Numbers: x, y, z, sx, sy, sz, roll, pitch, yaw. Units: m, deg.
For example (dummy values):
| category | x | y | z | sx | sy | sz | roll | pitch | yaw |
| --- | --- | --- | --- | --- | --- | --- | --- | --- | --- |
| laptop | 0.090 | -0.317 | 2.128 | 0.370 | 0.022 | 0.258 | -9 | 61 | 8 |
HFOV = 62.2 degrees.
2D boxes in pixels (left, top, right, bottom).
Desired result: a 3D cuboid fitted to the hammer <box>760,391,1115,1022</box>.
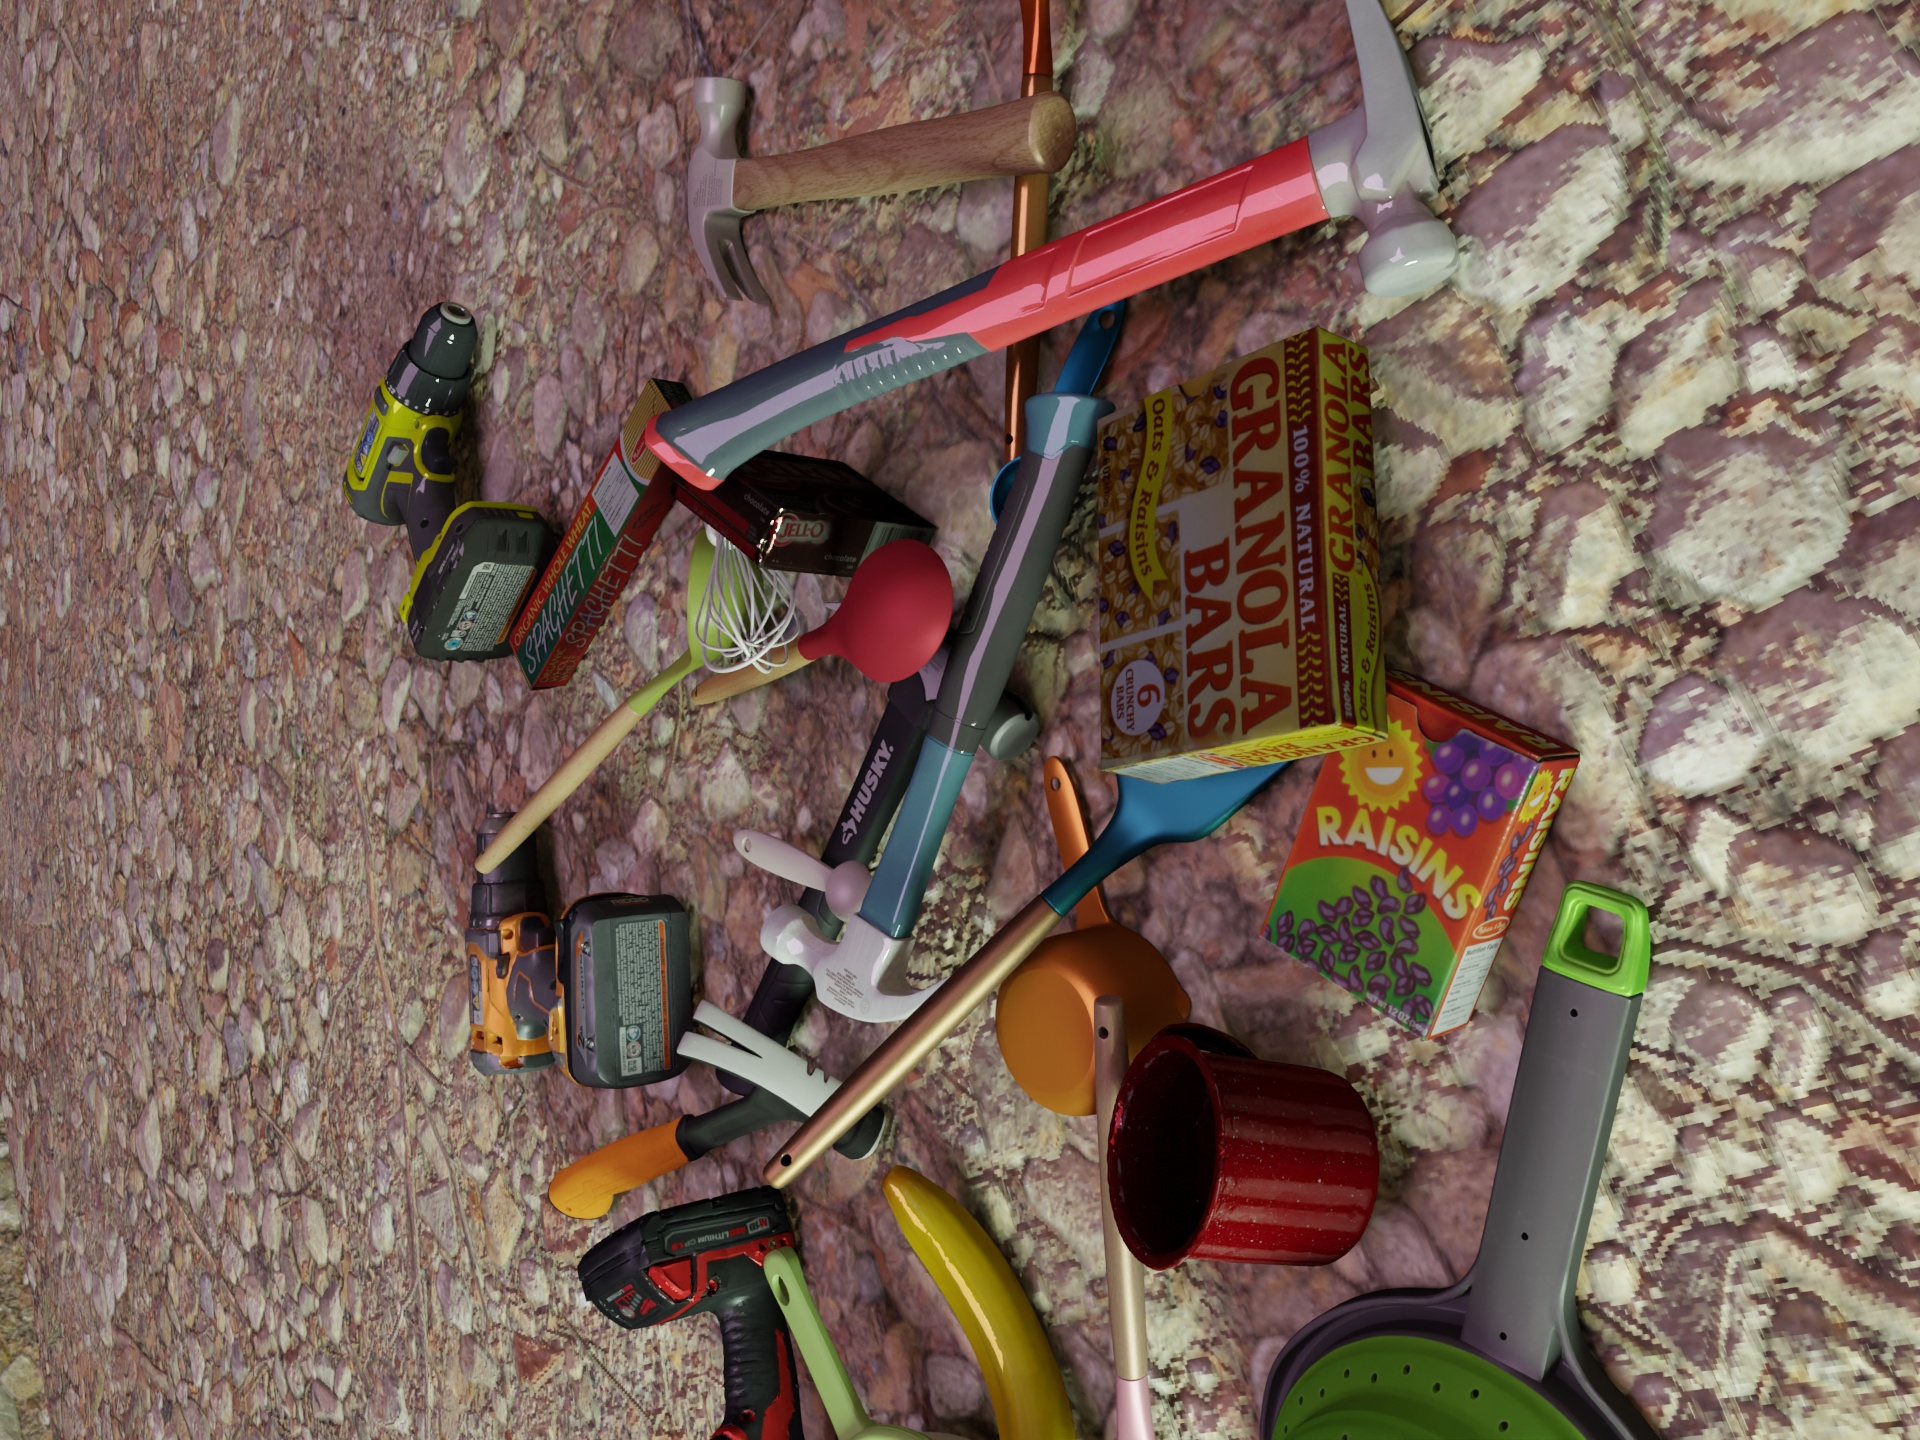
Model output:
| category | x | y | z | sx | sy | sz | roll | pitch | yaw |
| --- | --- | --- | --- | --- | --- | --- | --- | --- | --- |
| hammer | -0.001 | -0.002 | 0.775 | 0.128 | 0.033 | 0.331 | 29 | 106 | 35 |

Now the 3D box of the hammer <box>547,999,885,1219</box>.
| category | x | y | z | sx | sy | sz | roll | pitch | yaw |
| --- | --- | --- | --- | --- | --- | --- | --- | --- | --- |
| hammer | -0.185 | 0.261 | 0.988 | 0.337 | 0.127 | 0.034 | -35 | 26 | 46 |

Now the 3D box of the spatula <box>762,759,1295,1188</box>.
| category | x | y | z | sx | sy | sz | roll | pitch | yaw |
| --- | --- | --- | --- | --- | --- | --- | --- | --- | --- |
| spatula | 0.019 | 0.100 | 0.727 | 0.317 | 0.044 | 0.082 | -45 | 67 | 2 |

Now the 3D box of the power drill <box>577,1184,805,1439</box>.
| category | x | y | z | sx | sy | sz | roll | pitch | yaw |
| --- | --- | --- | --- | --- | --- | --- | --- | --- | --- |
| power drill | -0.134 | 0.391 | 0.905 | 0.078 | 0.143 | 0.220 | -40 | 62 | 37 |

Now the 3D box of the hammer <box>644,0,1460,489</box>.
| category | x | y | z | sx | sy | sz | roll | pitch | yaw |
| --- | --- | --- | --- | --- | --- | --- | --- | --- | --- |
| hammer | 0.014 | -0.200 | 0.715 | 0.386 | 0.038 | 0.143 | -16 | 80 | 27 |

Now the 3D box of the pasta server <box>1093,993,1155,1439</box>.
| category | x | y | z | sx | sy | sz | roll | pitch | yaw |
| --- | --- | --- | --- | --- | --- | --- | --- | --- | --- |
| pasta server | 0.074 | 0.278 | 0.728 | 0.060 | 0.040 | 0.316 | 3 | 104 | 30 |

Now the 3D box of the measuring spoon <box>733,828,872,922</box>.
| category | x | y | z | sx | sy | sz | roll | pitch | yaw |
| --- | --- | --- | --- | --- | --- | --- | --- | --- | --- |
| measuring spoon | -0.093 | 0.083 | 0.883 | 0.124 | 0.018 | 0.034 | 18 | 106 | 43 |

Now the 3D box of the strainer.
| category | x | y | z | sx | sy | sz | roll | pitch | yaw |
| --- | --- | --- | --- | --- | --- | --- | --- | --- | --- |
| strainer | -0.025 | 0.390 | 0.843 | 0.257 | 0.069 | 0.151 | 57 | 131 | 28 |

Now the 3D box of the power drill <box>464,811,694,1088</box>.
| category | x | y | z | sx | sy | sz | roll | pitch | yaw |
| --- | --- | --- | --- | --- | --- | --- | --- | --- | --- |
| power drill | -0.271 | 0.153 | 1.079 | 0.226 | 0.084 | 0.185 | -6 | 86 | 50 |

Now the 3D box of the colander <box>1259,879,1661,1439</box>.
| category | x | y | z | sx | sy | sz | roll | pitch | yaw |
| --- | --- | --- | --- | --- | --- | --- | --- | --- | --- |
| colander | 0.188 | 0.256 | 0.600 | 0.205 | 0.094 | 0.397 | 18 | 105 | 44 |

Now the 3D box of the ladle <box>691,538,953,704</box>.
| category | x | y | z | sx | sy | sz | roll | pitch | yaw |
| --- | --- | --- | --- | --- | --- | --- | --- | --- | --- |
| ladle | -0.091 | -0.037 | 0.868 | 0.315 | 0.031 | 0.069 | -16 | 73 | 61 |

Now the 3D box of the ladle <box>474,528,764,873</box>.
| category | x | y | z | sx | sy | sz | roll | pitch | yaw |
| --- | --- | --- | --- | --- | --- | --- | --- | --- | --- |
| ladle | -0.229 | -0.001 | 1.003 | 0.320 | 0.062 | 0.078 | -42 | 24 | 28 |

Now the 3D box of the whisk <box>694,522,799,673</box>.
| category | x | y | z | sx | sy | sz | roll | pitch | yaw |
| --- | --- | --- | --- | --- | --- | --- | --- | --- | --- |
| whisk | -0.129 | -0.101 | 0.887 | 0.059 | 0.057 | 0.247 | -34 | 36 | 10 |

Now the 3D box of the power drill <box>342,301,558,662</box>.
| category | x | y | z | sx | sy | sz | roll | pitch | yaw |
| --- | --- | --- | --- | --- | --- | --- | --- | --- | --- |
| power drill | -0.378 | -0.175 | 1.170 | 0.190 | 0.080 | 0.229 | -53 | 54 | 34 |

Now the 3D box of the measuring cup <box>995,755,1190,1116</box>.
| category | x | y | z | sx | sy | sz | roll | pitch | yaw |
| --- | --- | --- | --- | --- | --- | --- | --- | --- | --- |
| measuring cup | 0.049 | 0.103 | 0.763 | 0.095 | 0.052 | 0.174 | -20 | 80 | 44 |

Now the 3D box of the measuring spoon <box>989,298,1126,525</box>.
| category | x | y | z | sx | sy | sz | roll | pitch | yaw |
| --- | --- | --- | --- | --- | --- | --- | --- | --- | --- |
| measuring spoon | 0.054 | -0.147 | 0.776 | 0.042 | 0.021 | 0.128 | 33 | 106 | 30 |

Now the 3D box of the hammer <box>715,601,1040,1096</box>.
| category | x | y | z | sx | sy | sz | roll | pitch | yaw |
| --- | --- | --- | --- | --- | --- | --- | --- | --- | --- |
| hammer | -0.073 | 0.086 | 0.901 | 0.146 | 0.035 | 0.334 | 45 | 123 | 33 |

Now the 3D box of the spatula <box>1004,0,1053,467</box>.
| category | x | y | z | sx | sy | sz | roll | pitch | yaw |
| --- | --- | --- | --- | --- | --- | --- | --- | --- | --- |
| spatula | 0.043 | -0.286 | 0.773 | 0.081 | 0.041 | 0.322 | 15 | 107 | 45 |

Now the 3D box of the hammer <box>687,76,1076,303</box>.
| category | x | y | z | sx | sy | sz | roll | pitch | yaw |
| --- | --- | --- | --- | --- | --- | --- | --- | --- | --- |
| hammer | -0.057 | -0.291 | 0.845 | 0.331 | 0.031 | 0.130 | 16 | 106 | 51 |
